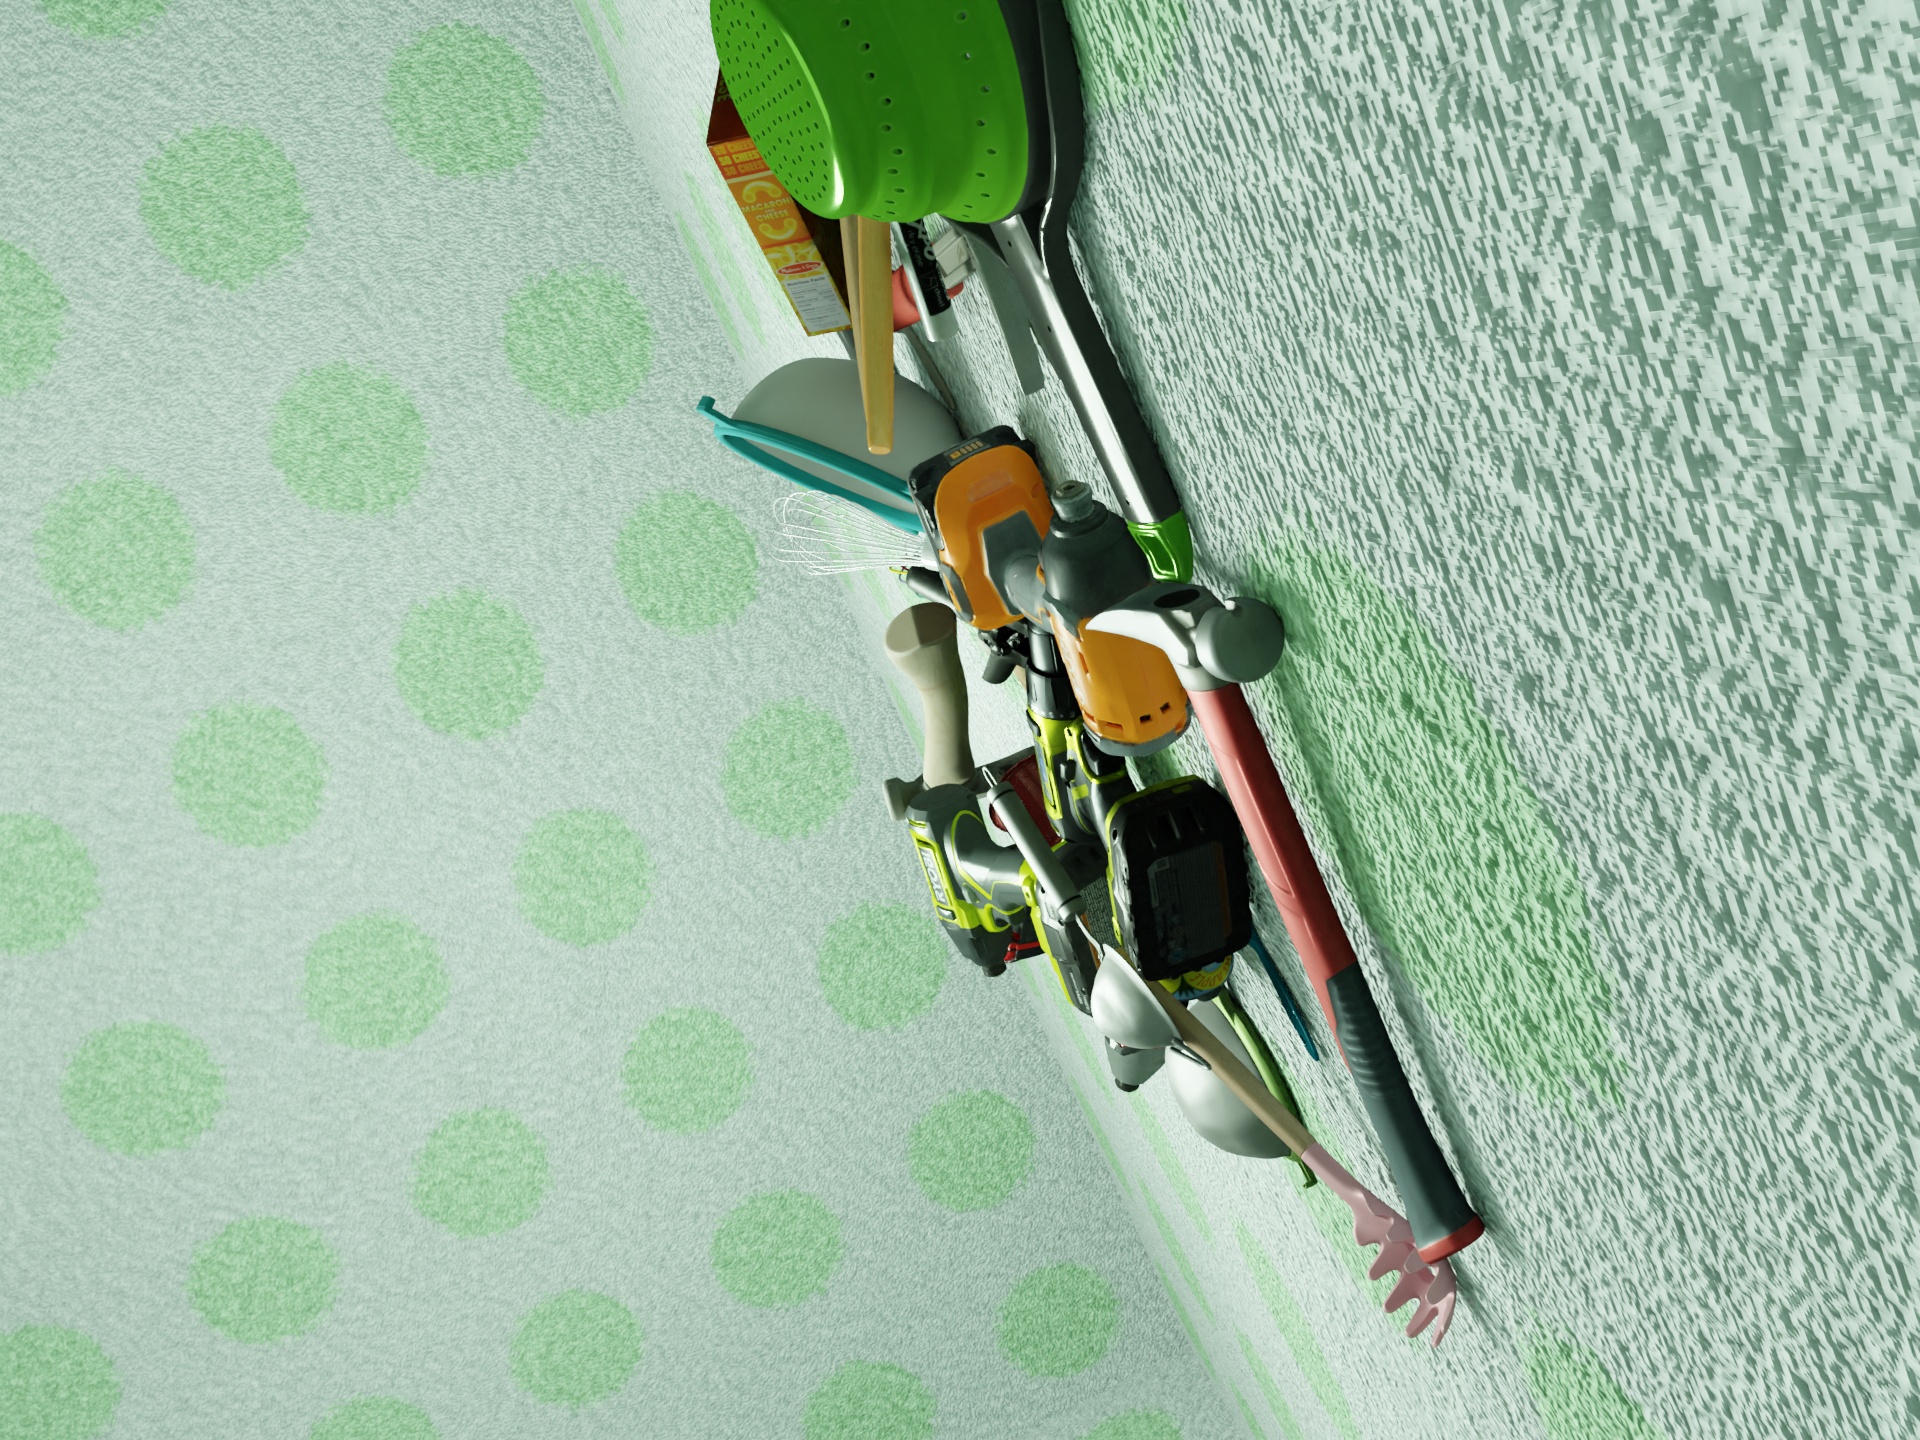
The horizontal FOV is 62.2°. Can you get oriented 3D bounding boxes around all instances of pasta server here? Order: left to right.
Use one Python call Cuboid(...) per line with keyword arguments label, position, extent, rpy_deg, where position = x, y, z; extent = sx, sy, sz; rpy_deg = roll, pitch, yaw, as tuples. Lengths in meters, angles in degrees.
Cuboid(label="pasta server", position=(0.197, 0.258, 1.015), extent=(0.316, 0.040, 0.060), rpy_deg=(44, 150, 31))

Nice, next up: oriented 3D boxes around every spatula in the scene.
Cuboid(label="spatula", position=(-0.079, -0.327, 0.995), extent=(0.082, 0.044, 0.317), rpy_deg=(-90, -6, -73))
Cuboid(label="spatula", position=(-0.057, -0.296, 0.867), extent=(0.081, 0.041, 0.323), rpy_deg=(106, 162, -75))

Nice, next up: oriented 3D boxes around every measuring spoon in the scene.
Cuboid(label="measuring spoon", position=(-0.037, -0.275, 1.195), extent=(0.124, 0.018, 0.034), rpy_deg=(60, 173, 26))
Cuboid(label="measuring spoon", position=(0.192, 0.164, 1.026), extent=(0.042, 0.021, 0.129), rpy_deg=(78, 167, -67))

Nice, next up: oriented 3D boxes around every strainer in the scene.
Cuboid(label="strainer", position=(-0.062, -0.214, 1.264), extent=(0.211, 0.095, 0.340), rpy_deg=(22, -179, 10))
Cuboid(label="strainer", position=(0.078, 0.135, 1.070), extent=(0.259, 0.050, 0.086), rpy_deg=(58, 171, 23))
Cuboid(label="strainer", position=(0.182, 0.240, 1.205), extent=(0.256, 0.069, 0.152), rpy_deg=(65, 174, -26))

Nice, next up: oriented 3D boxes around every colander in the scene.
Cuboid(label="colander", position=(-0.007, -0.217, 0.711), extent=(0.396, 0.094, 0.205), rpy_deg=(62, 165, -19))

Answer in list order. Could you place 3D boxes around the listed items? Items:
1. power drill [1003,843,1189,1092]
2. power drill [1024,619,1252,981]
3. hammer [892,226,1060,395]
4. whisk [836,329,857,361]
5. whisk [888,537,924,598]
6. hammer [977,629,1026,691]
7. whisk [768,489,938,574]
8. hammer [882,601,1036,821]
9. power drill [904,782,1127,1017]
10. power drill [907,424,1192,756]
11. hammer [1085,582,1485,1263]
Cuboid(label="power drill", position=(0.106, 0.206, 1.351), extent=(0.220, 0.078, 0.143), rpy_deg=(39, 129, 44))
Cuboid(label="power drill", position=(0.102, 0.039, 1.036), extent=(0.229, 0.080, 0.190), rpy_deg=(-120, 14, -53))
Cuboid(label="hammer", position=(-0.014, -0.263, 0.975), extent=(0.149, 0.036, 0.359), rpy_deg=(66, 173, -11))
Cuboid(label="whisk", position=(-0.102, -0.347, 1.355), extent=(0.239, 0.055, 0.055), rpy_deg=(59, 174, 4))
Cuboid(label="whisk", position=(0.001, -0.114, 1.273), extent=(0.245, 0.047, 0.051), rpy_deg=(24, 99, 64))
Cuboid(label="hammer", position=(0.086, 0.012, 1.274), extent=(0.332, 0.031, 0.130), rpy_deg=(60, 173, 29))
Cuboid(label="whisk", position=(-0.041, -0.126, 1.177), extent=(0.285, 0.070, 0.070), rpy_deg=(16, 140, 40))
Cuboid(label="hammer", position=(-0.002, -0.004, 1.230), extent=(0.410, 0.146, 0.038), rpy_deg=(84, 171, -72))
Cuboid(label="power drill", position=(0.053, 0.149, 1.262), extent=(0.223, 0.080, 0.171), rpy_deg=(12, 125, 55))
Cuboid(label="power drill", position=(0.049, -0.095, 0.935), extent=(0.227, 0.084, 0.164), rpy_deg=(49, 163, 54))
Cuboid(label="hammer", position=(0.175, 0.109, 0.807), extent=(0.386, 0.038, 0.143), rpy_deg=(65, 165, -16))
